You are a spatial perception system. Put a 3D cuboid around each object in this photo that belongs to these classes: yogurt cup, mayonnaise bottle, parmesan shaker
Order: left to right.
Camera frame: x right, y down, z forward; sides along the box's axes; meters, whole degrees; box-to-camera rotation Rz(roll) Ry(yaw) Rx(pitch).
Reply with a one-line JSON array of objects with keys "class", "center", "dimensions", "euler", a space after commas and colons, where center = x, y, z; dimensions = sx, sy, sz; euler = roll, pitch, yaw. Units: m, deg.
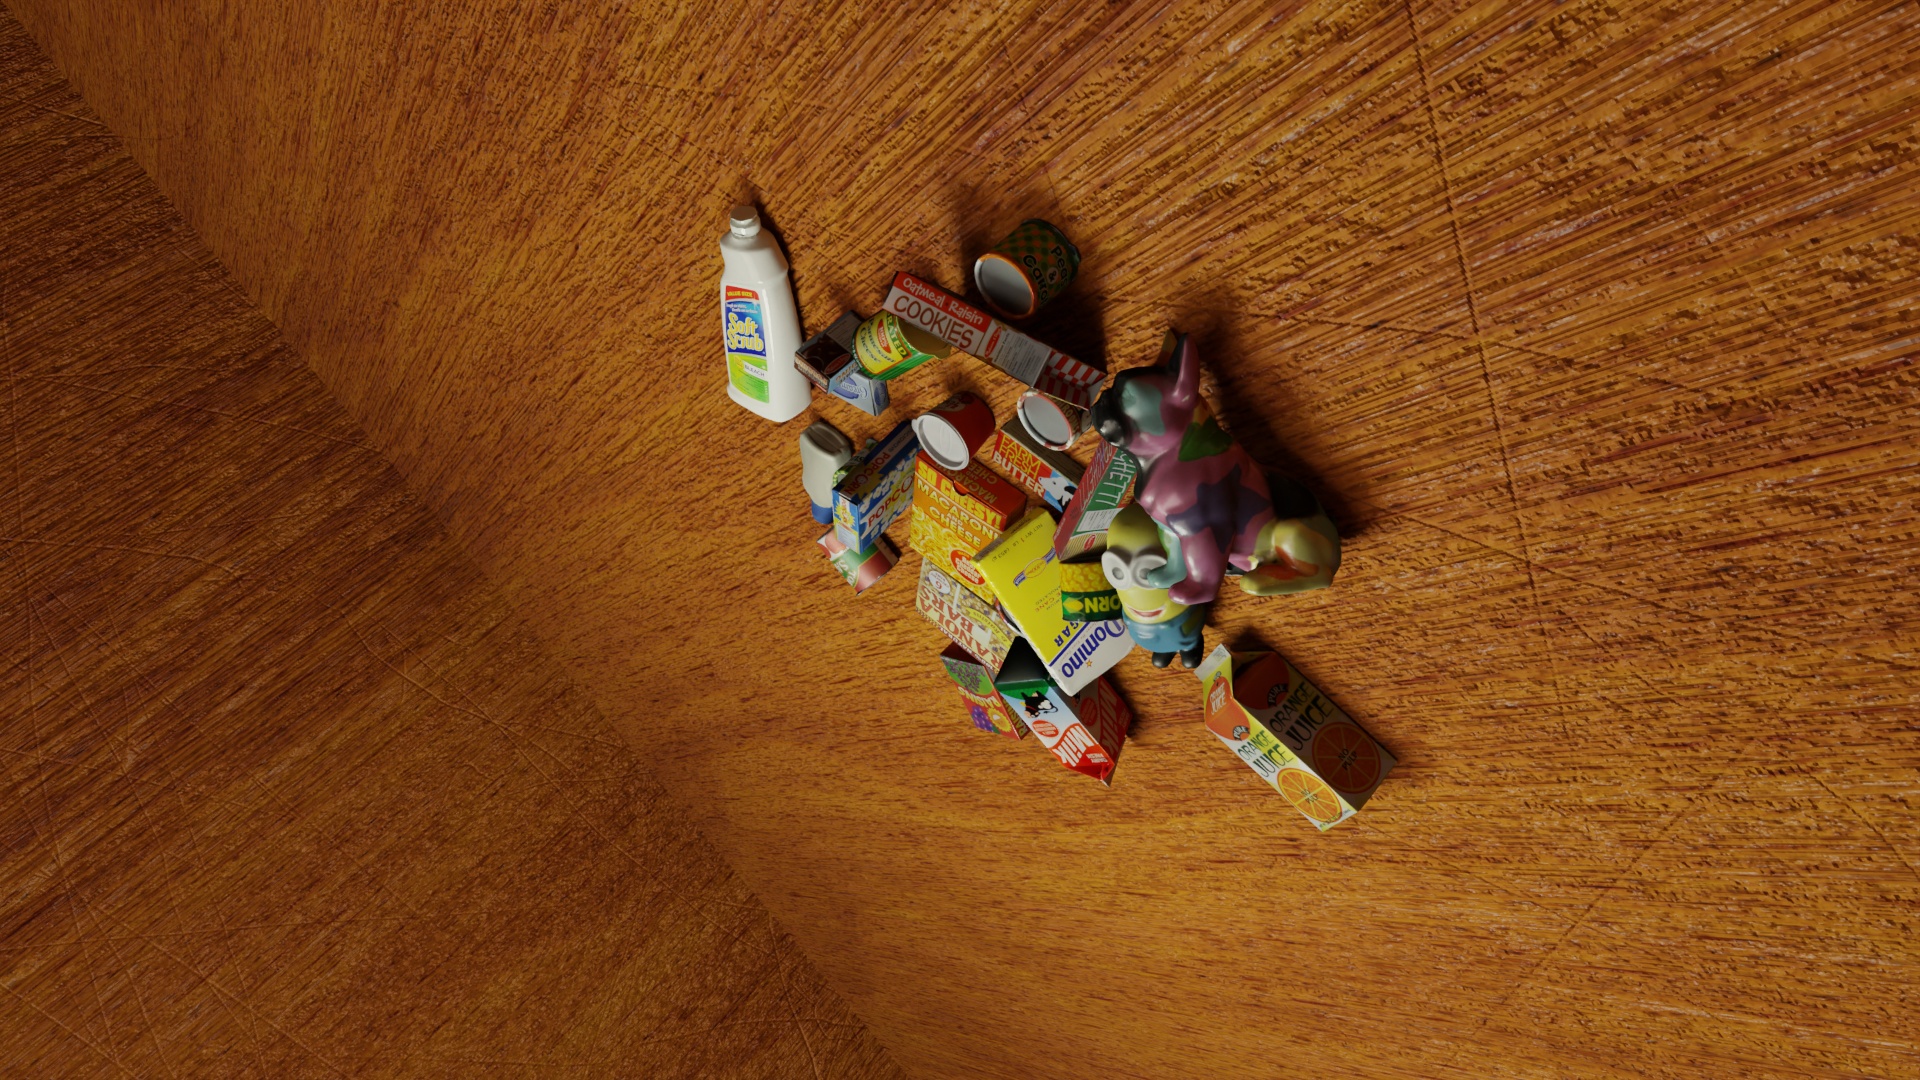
[{"class": "mayonnaise bottle", "center": [-0.161, -0.076, 1.659], "dimensions": [0.065, 0.041, 0.147], "euler": [38, 151, 19]}, {"class": "parmesan shaker", "center": [-0.054, -0.195, 1.339], "dimensions": [0.071, 0.071, 0.103], "euler": [54, 150, -11]}, {"class": "yogurt cup", "center": [-0.003, -0.112, 1.387], "dimensions": [0.072, 0.054, 0.072], "euler": [33, 148, 24]}]

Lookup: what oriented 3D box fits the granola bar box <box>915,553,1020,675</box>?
[{"class": "granola bar box", "center": [0.024, 0.088, 1.614], "dimensions": [0.166, 0.039, 0.123], "euler": [37, 149, 18]}]

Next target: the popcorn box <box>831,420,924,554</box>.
[{"class": "popcorn box", "center": [-0.083, -0.058, 1.486], "dimensions": [0.038, 0.127, 0.084], "euler": [31, 147, 20]}]

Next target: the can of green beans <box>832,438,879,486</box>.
[{"class": "can of green beans", "center": [-0.102, -0.068, 1.569], "dimensions": [0.071, 0.058, 0.071], "euler": [33, 148, 24]}]

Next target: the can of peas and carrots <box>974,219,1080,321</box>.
[{"class": "can of peas and carrots", "center": [0.056, -0.225, 1.163], "dimensions": [0.071, 0.059, 0.070], "euler": [33, 149, 24]}]

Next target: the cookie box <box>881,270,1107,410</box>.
[{"class": "cookie box", "center": [0.030, -0.175, 1.209], "dimensions": [0.168, 0.040, 0.123], "euler": [32, -169, 26]}]

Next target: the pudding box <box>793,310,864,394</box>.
[{"class": "pudding box", "center": [-0.125, -0.193, 1.419], "dimensions": [0.050, 0.084, 0.030], "euler": [40, 150, 13]}]

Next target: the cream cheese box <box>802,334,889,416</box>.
[{"class": "cream cheese box", "center": [-0.124, -0.178, 1.498], "dimensions": [0.104, 0.024, 0.053], "euler": [30, 147, 29]}]

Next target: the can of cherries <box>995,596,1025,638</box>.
[{"class": "can of cherries", "center": [0.079, 0.062, 1.489], "dimensions": [0.071, 0.058, 0.071], "euler": [33, 149, 24]}]

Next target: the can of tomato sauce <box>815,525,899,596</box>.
[{"class": "can of tomato sauce", "center": [-0.127, 0.014, 1.693], "dimensions": [0.083, 0.071, 0.071], "euler": [51, 151, -6]}]

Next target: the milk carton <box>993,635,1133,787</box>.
[{"class": "milk carton", "center": [0.126, 0.189, 1.535], "dimensions": [0.073, 0.073, 0.190], "euler": [-12, 130, 40]}]

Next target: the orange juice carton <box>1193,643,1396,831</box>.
[{"class": "orange juice carton", "center": [0.305, 0.177, 1.313], "dimensions": [0.193, 0.073, 0.071], "euler": [43, 151, 9]}]

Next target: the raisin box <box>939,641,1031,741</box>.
[{"class": "raisin box", "center": [0.035, 0.183, 1.717], "dimensions": [0.086, 0.040, 0.123], "euler": [8, 131, 48]}]

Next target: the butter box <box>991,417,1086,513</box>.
[{"class": "butter box", "center": [0.080, -0.072, 1.358], "dimensions": [0.103, 0.024, 0.052], "euler": [38, 149, 15]}]

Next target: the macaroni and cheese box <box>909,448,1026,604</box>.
[{"class": "macaroni and cheese box", "center": [0.005, -0.019, 1.505], "dimensions": [0.124, 0.040, 0.165], "euler": [35, 149, 19]}]

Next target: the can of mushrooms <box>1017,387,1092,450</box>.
[{"class": "can of mushrooms", "center": [0.088, -0.119, 1.279], "dimensions": [0.071, 0.033, 0.070], "euler": [34, 148, 25]}]

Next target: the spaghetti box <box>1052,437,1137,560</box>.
[{"class": "spaghetti box", "center": [0.139, -0.054, 1.268], "dimensions": [0.248, 0.050, 0.029], "euler": [111, 148, -58]}]

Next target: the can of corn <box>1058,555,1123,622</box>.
[{"class": "can of corn", "center": [0.132, 0.047, 1.370], "dimensions": [0.071, 0.071, 0.058], "euler": [2, 99, 52]}]
